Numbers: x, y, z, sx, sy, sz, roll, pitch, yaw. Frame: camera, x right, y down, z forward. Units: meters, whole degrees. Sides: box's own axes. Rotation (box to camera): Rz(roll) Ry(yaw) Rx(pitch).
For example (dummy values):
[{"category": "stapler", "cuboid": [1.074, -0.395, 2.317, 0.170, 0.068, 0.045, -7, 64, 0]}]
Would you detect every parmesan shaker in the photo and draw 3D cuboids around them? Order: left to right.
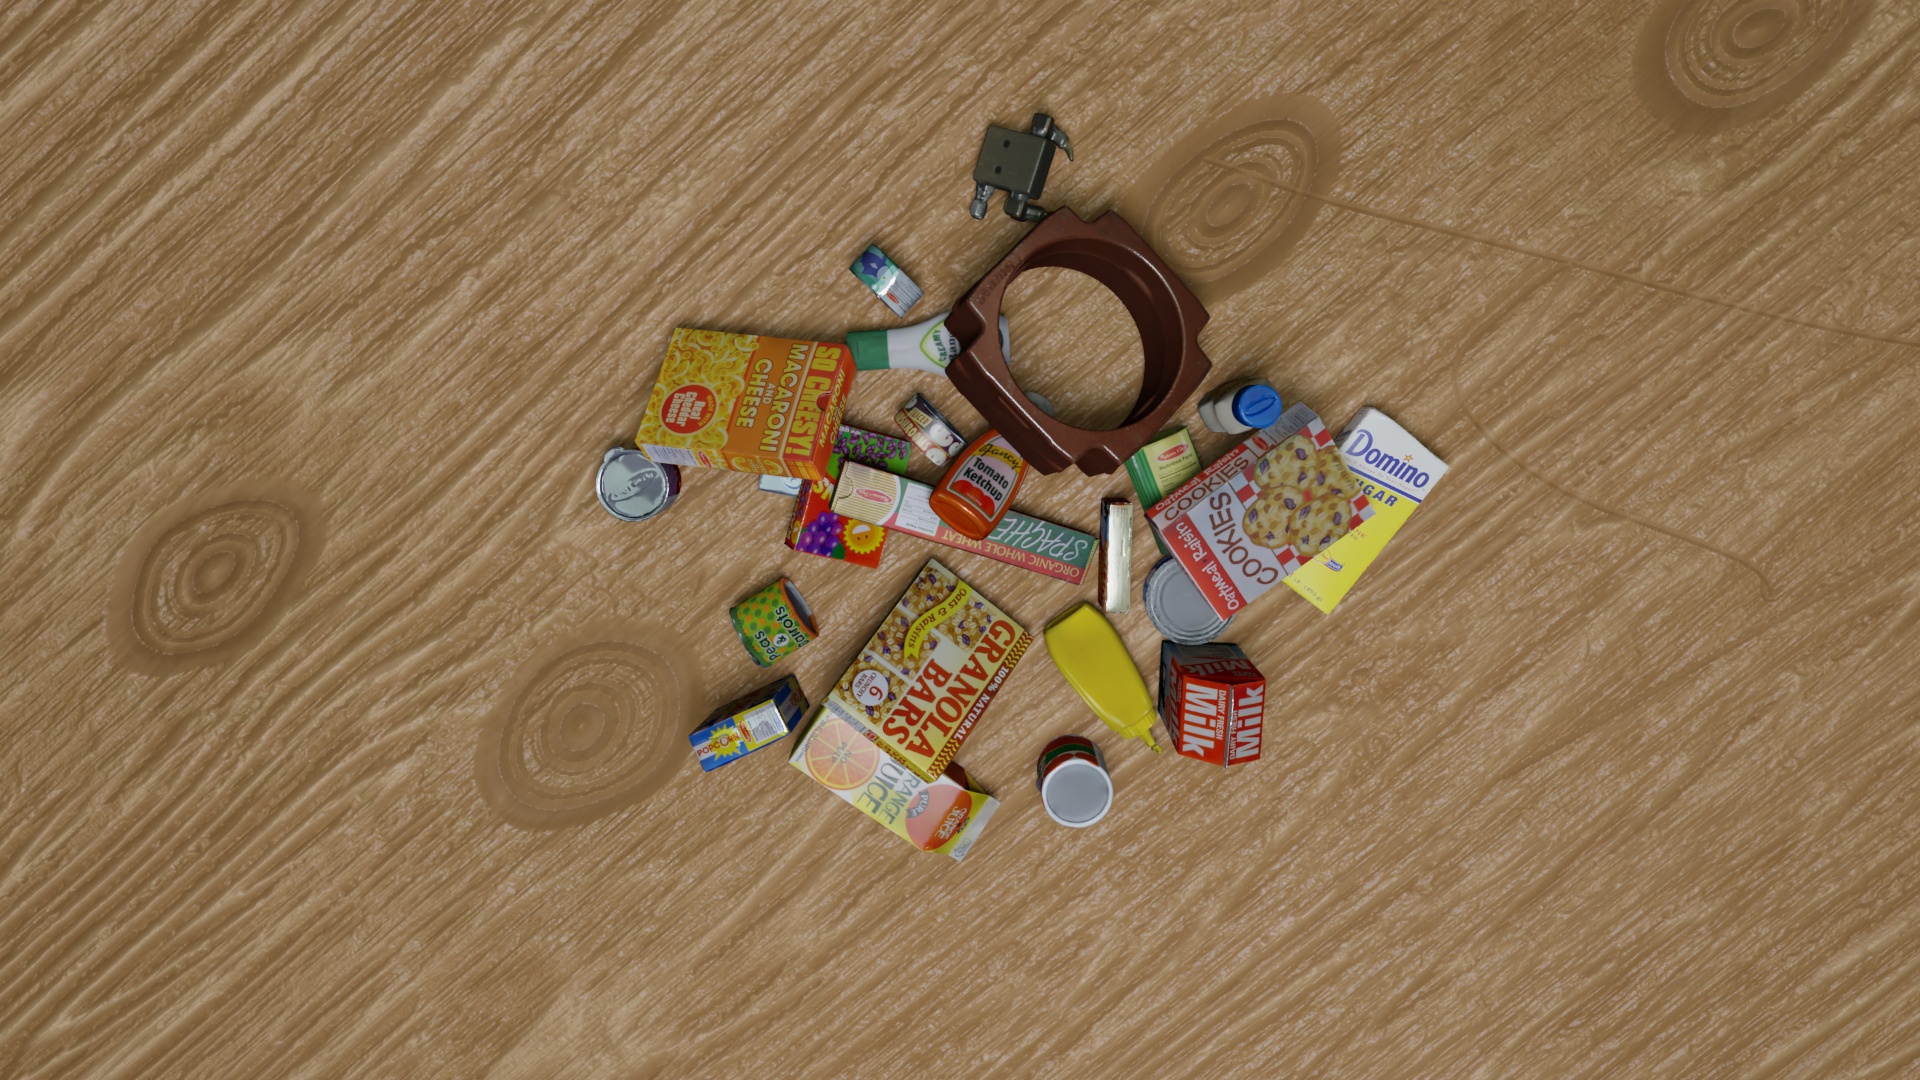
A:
[{"category": "parmesan shaker", "cuboid": [0.192, -0.044, 1.271, 0.071, 0.071, 0.103, -22, 97, 3]}]

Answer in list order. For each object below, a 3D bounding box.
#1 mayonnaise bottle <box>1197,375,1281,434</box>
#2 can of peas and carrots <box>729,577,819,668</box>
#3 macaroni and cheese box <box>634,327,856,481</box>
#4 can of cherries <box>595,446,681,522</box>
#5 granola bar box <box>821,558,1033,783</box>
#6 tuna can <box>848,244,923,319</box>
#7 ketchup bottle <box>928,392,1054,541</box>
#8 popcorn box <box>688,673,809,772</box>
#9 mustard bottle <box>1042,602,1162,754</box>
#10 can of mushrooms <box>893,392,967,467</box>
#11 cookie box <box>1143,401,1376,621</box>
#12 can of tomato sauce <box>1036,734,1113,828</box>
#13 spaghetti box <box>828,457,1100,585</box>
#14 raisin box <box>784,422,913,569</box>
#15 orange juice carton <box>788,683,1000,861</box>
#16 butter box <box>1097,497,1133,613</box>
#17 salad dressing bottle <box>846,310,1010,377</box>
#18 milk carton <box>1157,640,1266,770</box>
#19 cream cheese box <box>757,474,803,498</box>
[{"category": "mayonnaise bottle", "cuboid": [0.250, -0.119, 1.221, 0.065, 0.148, 0.041, -29, 95, 4]}, {"category": "can of peas and carrots", "cuboid": [-0.172, 0.077, 1.287, 0.059, 0.071, 0.071, -31, 95, 4]}, {"category": "macaroni and cheese box", "cuboid": [-0.189, -0.122, 1.234, 0.166, 0.040, 0.124, 7, 65, 13]}, {"category": "can of cherries", "cuboid": [-0.296, -0.055, 1.280, 0.071, 0.058, 0.071, 0, 97, 2]}, {"category": "granola bar box", "cuboid": [-0.029, 0.119, 1.270, 0.124, 0.039, 0.166, 38, 66, -2]}, {"category": "tuna can", "cuboid": [-0.068, -0.235, 1.255, 0.071, 0.071, 0.033, 43, 95, -4]}, {"category": "ketchup bottle", "cuboid": [0.034, -0.071, 1.247, 0.065, 0.043, 0.149, 37, 60, -4]}, {"category": "popcorn box", "cuboid": [-0.191, 0.165, 1.270, 0.085, 0.127, 0.038, -25, 93, 4]}, {"category": "mustard bottle", "cuboid": [0.141, 0.136, 1.302, 0.065, 0.049, 0.160, -33, 96, 4]}, {"category": "can of mushrooms", "cuboid": [-0.028, -0.101, 1.266, 0.033, 0.071, 0.071, -43, 94, 7]}, {"category": "cookie box", "cuboid": [0.262, -0.024, 1.218, 0.167, 0.040, 0.122, -36, 120, 4]}, {"category": "can of tomato sauce", "cuboid": [0.104, 0.225, 1.295, 0.071, 0.083, 0.071, 0, 97, 0]}, {"category": "spaghetti box", "cuboid": [0.005, -0.016, 1.267, 0.250, 0.029, 0.050, 17, 97, -16]}, {"category": "raisin box", "cuboid": [-0.103, -0.044, 1.276, 0.086, 0.040, 0.123, 13, 96, -24]}, {"category": "orange juice carton", "cuboid": [-0.060, 0.222, 1.302, 0.193, 0.073, 0.071, 34, 95, -4]}, {"category": "butter box", "cuboid": [0.143, 0.013, 1.286, 0.024, 0.053, 0.103, 1, 97, -2]}, {"category": "salad dressing bottle", "cuboid": [-0.029, -0.177, 1.270, 0.148, 0.044, 0.064, -4, 95, 1]}, {"category": "milk carton", "cuboid": [0.223, 0.143, 1.230, 0.073, 0.191, 0.072, 3, 97, 1]}, {"category": "cream cheese box", "cuboid": [-0.151, -0.092, 1.291, 0.053, 0.024, 0.103, 13, 97, -1]}]
